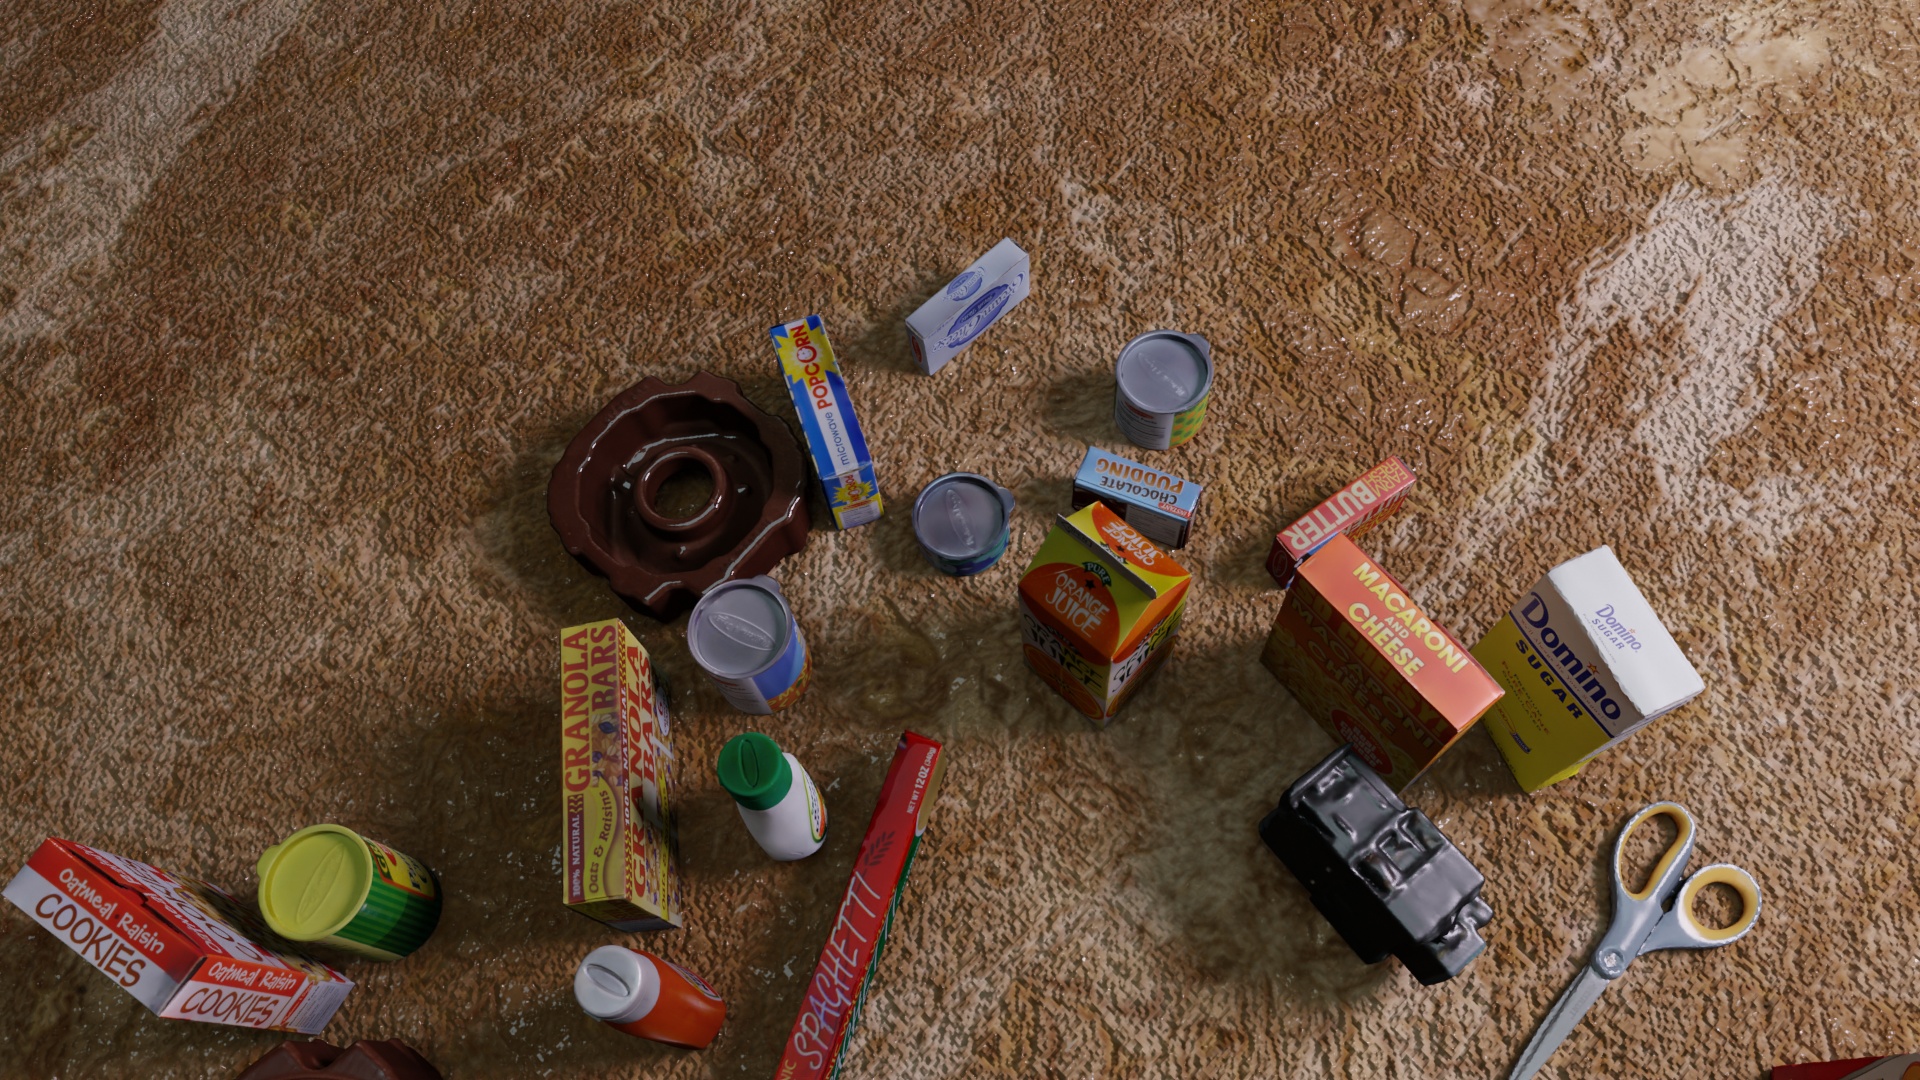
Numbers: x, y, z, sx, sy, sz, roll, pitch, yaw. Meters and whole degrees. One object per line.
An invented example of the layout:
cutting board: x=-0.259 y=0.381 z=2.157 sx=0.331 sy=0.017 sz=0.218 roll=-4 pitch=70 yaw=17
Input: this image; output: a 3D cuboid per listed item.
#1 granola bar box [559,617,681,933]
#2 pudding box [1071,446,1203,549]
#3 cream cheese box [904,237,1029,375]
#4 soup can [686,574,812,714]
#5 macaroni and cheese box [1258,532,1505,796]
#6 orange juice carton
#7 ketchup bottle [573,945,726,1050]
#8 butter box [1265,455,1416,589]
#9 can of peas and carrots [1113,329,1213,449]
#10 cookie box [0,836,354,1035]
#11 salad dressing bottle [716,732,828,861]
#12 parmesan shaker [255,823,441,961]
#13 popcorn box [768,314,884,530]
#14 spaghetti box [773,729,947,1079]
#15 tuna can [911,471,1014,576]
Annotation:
granola bar box: x=-0.207 y=0.147 z=0.848 sx=0.039 sy=0.123 sz=0.166 roll=-8 pitch=66 yaw=1
pudding box: x=0.119 y=-0.029 z=0.943 sx=0.084 sy=0.049 sz=0.030 roll=21 pitch=70 yaw=12
cream cheese box: x=0.006 y=-0.170 z=1.011 sx=0.104 sy=0.053 sz=0.024 roll=-41 pitch=70 yaw=-13
soup can: x=-0.133 y=0.068 z=0.899 sx=0.071 sy=0.083 sz=0.071 roll=-1 pitch=67 yaw=3
macaroni and cheese box: x=0.243 y=0.078 z=0.825 sx=0.040 sy=0.166 sz=0.124 roll=-37 pitch=69 yaw=-11
orange juice carton: x=0.085 y=0.043 z=0.836 sx=0.072 sy=0.192 sz=0.073 roll=40 pitch=75 yaw=18
ketchup bottle: x=-0.178 y=0.257 z=0.784 sx=0.065 sy=0.148 sz=0.044 roll=26 pitch=71 yaw=14
butter box: x=0.252 y=-0.012 z=0.925 sx=0.104 sy=0.053 sz=0.024 roll=-33 pitch=69 yaw=-10
can of peas and carrots: x=0.142 y=-0.106 z=0.971 sx=0.071 sy=0.058 sz=0.071 roll=-1 pitch=67 yaw=3
cookie box: x=-0.444 y=0.232 z=0.803 sx=0.123 sy=0.166 sz=0.040 roll=28 pitch=72 yaw=15
salad dressing bottle: x=-0.111 y=0.151 z=0.827 sx=0.044 sy=0.147 sz=0.064 roll=-14 pitch=67 yaw=-2
parmesan shaker: x=-0.368 y=0.214 z=0.841 sx=0.071 sy=0.102 sz=0.071 roll=-1 pitch=67 yaw=3
popcorn box: x=-0.092 y=-0.081 z=0.961 sx=0.038 sy=0.085 sz=0.127 roll=-19 pitch=67 yaw=-4
spaghetti box: x=-0.062 y=0.239 z=0.838 sx=0.029 sy=0.050 sz=0.251 roll=16 pitch=69 yaw=11
tuna can: x=0.003 y=-0.012 z=0.953 sx=0.071 sy=0.032 sz=0.071 roll=-1 pitch=66 yaw=3
